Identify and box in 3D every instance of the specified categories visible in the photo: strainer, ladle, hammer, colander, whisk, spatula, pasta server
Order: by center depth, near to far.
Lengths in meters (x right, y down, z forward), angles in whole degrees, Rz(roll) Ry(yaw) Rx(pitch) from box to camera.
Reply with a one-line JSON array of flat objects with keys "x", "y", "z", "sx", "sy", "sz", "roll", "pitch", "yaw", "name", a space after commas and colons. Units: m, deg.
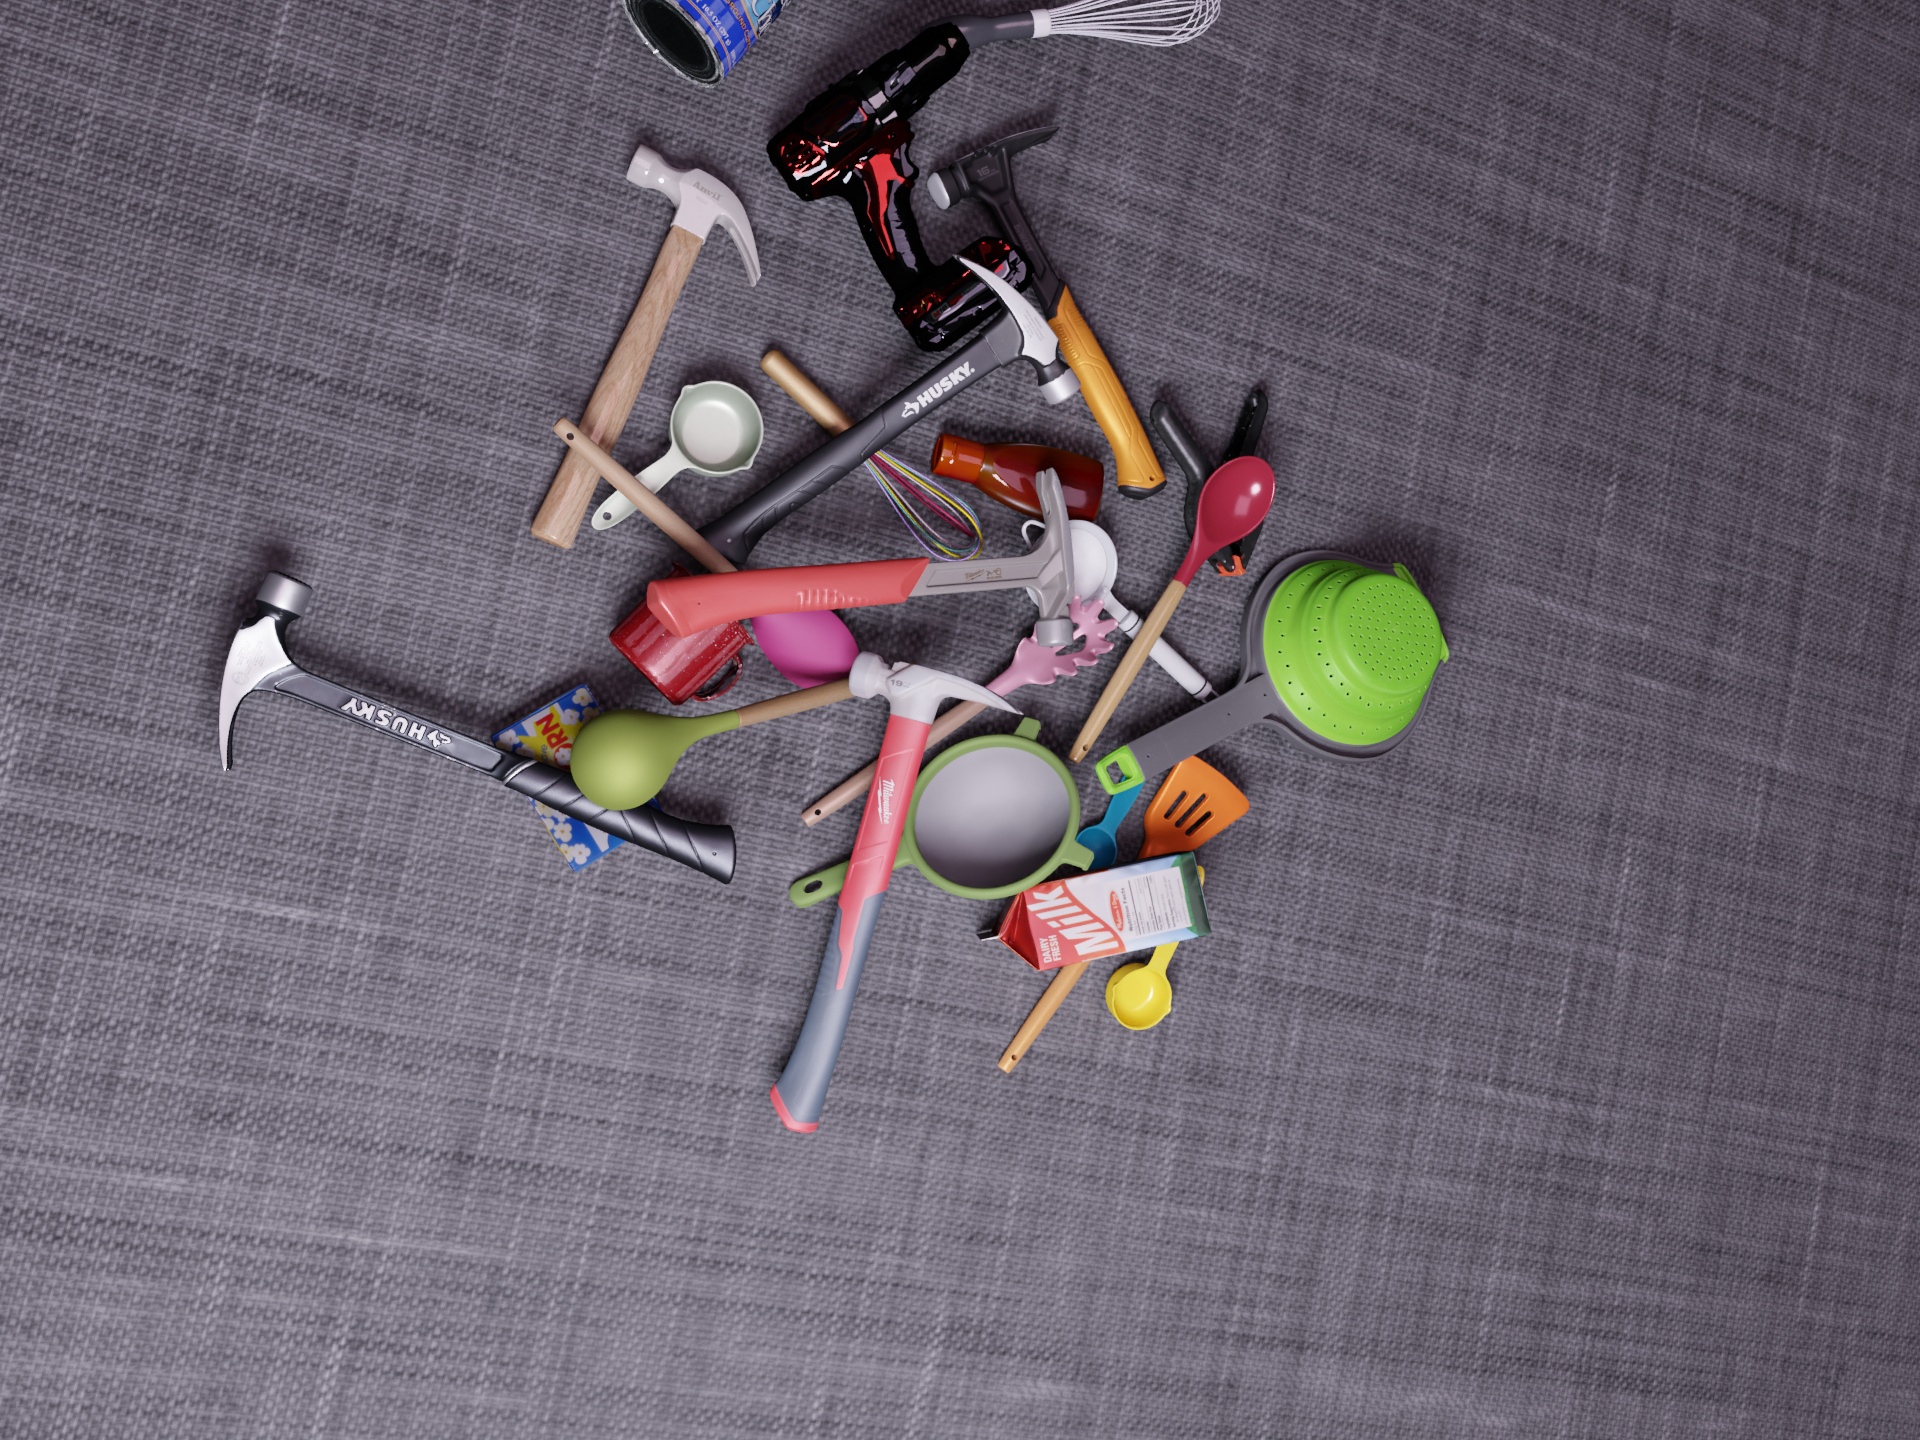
[{"x": -0.359, "y": 0.037, "z": 1.216, "sx": 0.408, "sy": 0.036, "sz": 0.149, "roll": 25, "pitch": 83, "yaw": -15, "name": "hammer"}, {"x": -0.071, "y": -0.119, "z": 1.267, "sx": 0.359, "sy": 0.037, "sz": 0.149, "roll": -7, "pitch": 92, "yaw": -26, "name": "hammer"}, {"x": -0.164, "y": -0.001, "z": 1.279, "sx": 0.320, "sy": 0.062, "sz": 0.078, "roll": -17, "pitch": 70, "yaw": -38, "name": "ladle"}, {"x": -0.065, "y": 0.147, "z": 1.283, "sx": 0.143, "sy": 0.038, "sz": 0.386, "roll": 15, "pitch": 90, "yaw": 14, "name": "hammer"}, {"x": -0.265, "y": -0.294, "z": 1.294, "sx": 0.130, "sy": 0.031, "sz": 0.331, "roll": 24, "pitch": 82, "yaw": -15, "name": "hammer"}, {"x": -0.075, "y": -0.239, "z": 1.299, "sx": 0.335, "sy": 0.035, "sz": 0.146, "roll": -35, "pitch": 114, "yaw": 3, "name": "hammer"}, {"x": -0.018, "y": 0.112, "z": 1.346, "sx": 0.256, "sy": 0.069, "sz": 0.152, "roll": -23, "pitch": 58, "yaw": 2, "name": "strainer"}, {"x": -0.071, "y": -0.226, "z": 1.348, "sx": 0.245, "sy": 0.047, "sz": 0.051, "roll": 43, "pitch": 79, "yaw": -9, "name": "whisk"}, {"x": -0.002, "y": -0.004, "z": 1.356, "sx": 0.316, "sy": 0.040, "sz": 0.060, "roll": -34, "pitch": 89, "yaw": -9, "name": "pasta server"}, {"x": 0.180, "y": -0.097, "z": 1.396, "sx": 0.069, "sy": 0.031, "sz": 0.315, "roll": 35, "pitch": 82, "yaw": -25, "name": "ladle"}, {"x": 0.296, "y": -0.036, "z": 1.402, "sx": 0.397, "sy": 0.094, "sz": 0.204, "roll": -26, "pitch": 88, "yaw": -23, "name": "colander"}, {"x": 0.133, "y": 0.176, "z": 1.405, "sx": 0.081, "sy": 0.041, "sz": 0.322, "roll": 39, "pitch": 79, "yaw": -11, "name": "spatula"}, {"x": 0.099, "y": -0.619, "z": 1.406, "sx": 0.284, "sy": 0.070, "sz": 0.070, "roll": -13, "pitch": 93, "yaw": -12, "name": "whisk"}, {"x": 0.101, "y": -0.353, "z": 1.409, "sx": 0.127, "sy": 0.034, "sz": 0.337, "roll": -30, "pitch": 98, "yaw": -15, "name": "hammer"}, {"x": 0.142, "y": -0.093, "z": 1.414, "sx": 0.258, "sy": 0.050, "sz": 0.087, "roll": 41, "pitch": 95, "yaw": -19, "name": "strainer"}]

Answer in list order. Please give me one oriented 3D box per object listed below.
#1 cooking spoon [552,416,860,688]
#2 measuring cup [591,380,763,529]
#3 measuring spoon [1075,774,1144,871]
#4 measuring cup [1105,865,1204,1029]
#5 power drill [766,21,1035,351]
[{"x": -0.203, "y": -0.131, "z": 1.287, "sx": 0.068, "sy": 0.017, "sz": 0.318, "roll": -43, "pitch": 112, "yaw": 11, "name": "cooking spoon"}, {"x": -0.236, "y": -0.209, "z": 1.300, "sx": 0.167, "sy": 0.038, "sz": 0.083, "roll": -42, "pitch": 101, "yaw": -12, "name": "measuring cup"}, {"x": 0.137, "y": 0.080, "z": 1.424, "sx": 0.042, "sy": 0.021, "sz": 0.129, "roll": 35, "pitch": 70, "yaw": -12, "name": "measuring spoon"}, {"x": 0.177, "y": 0.198, "z": 1.414, "sx": 0.062, "sy": 0.029, "sz": 0.156, "roll": 25, "pitch": 89, "yaw": -20, "name": "measuring cup"}, {"x": -0.027, "y": -0.443, "z": 1.323, "sx": 0.188, "sy": 0.080, "sz": 0.226, "roll": -35, "pitch": 98, "yaw": 8, "name": "power drill"}]
